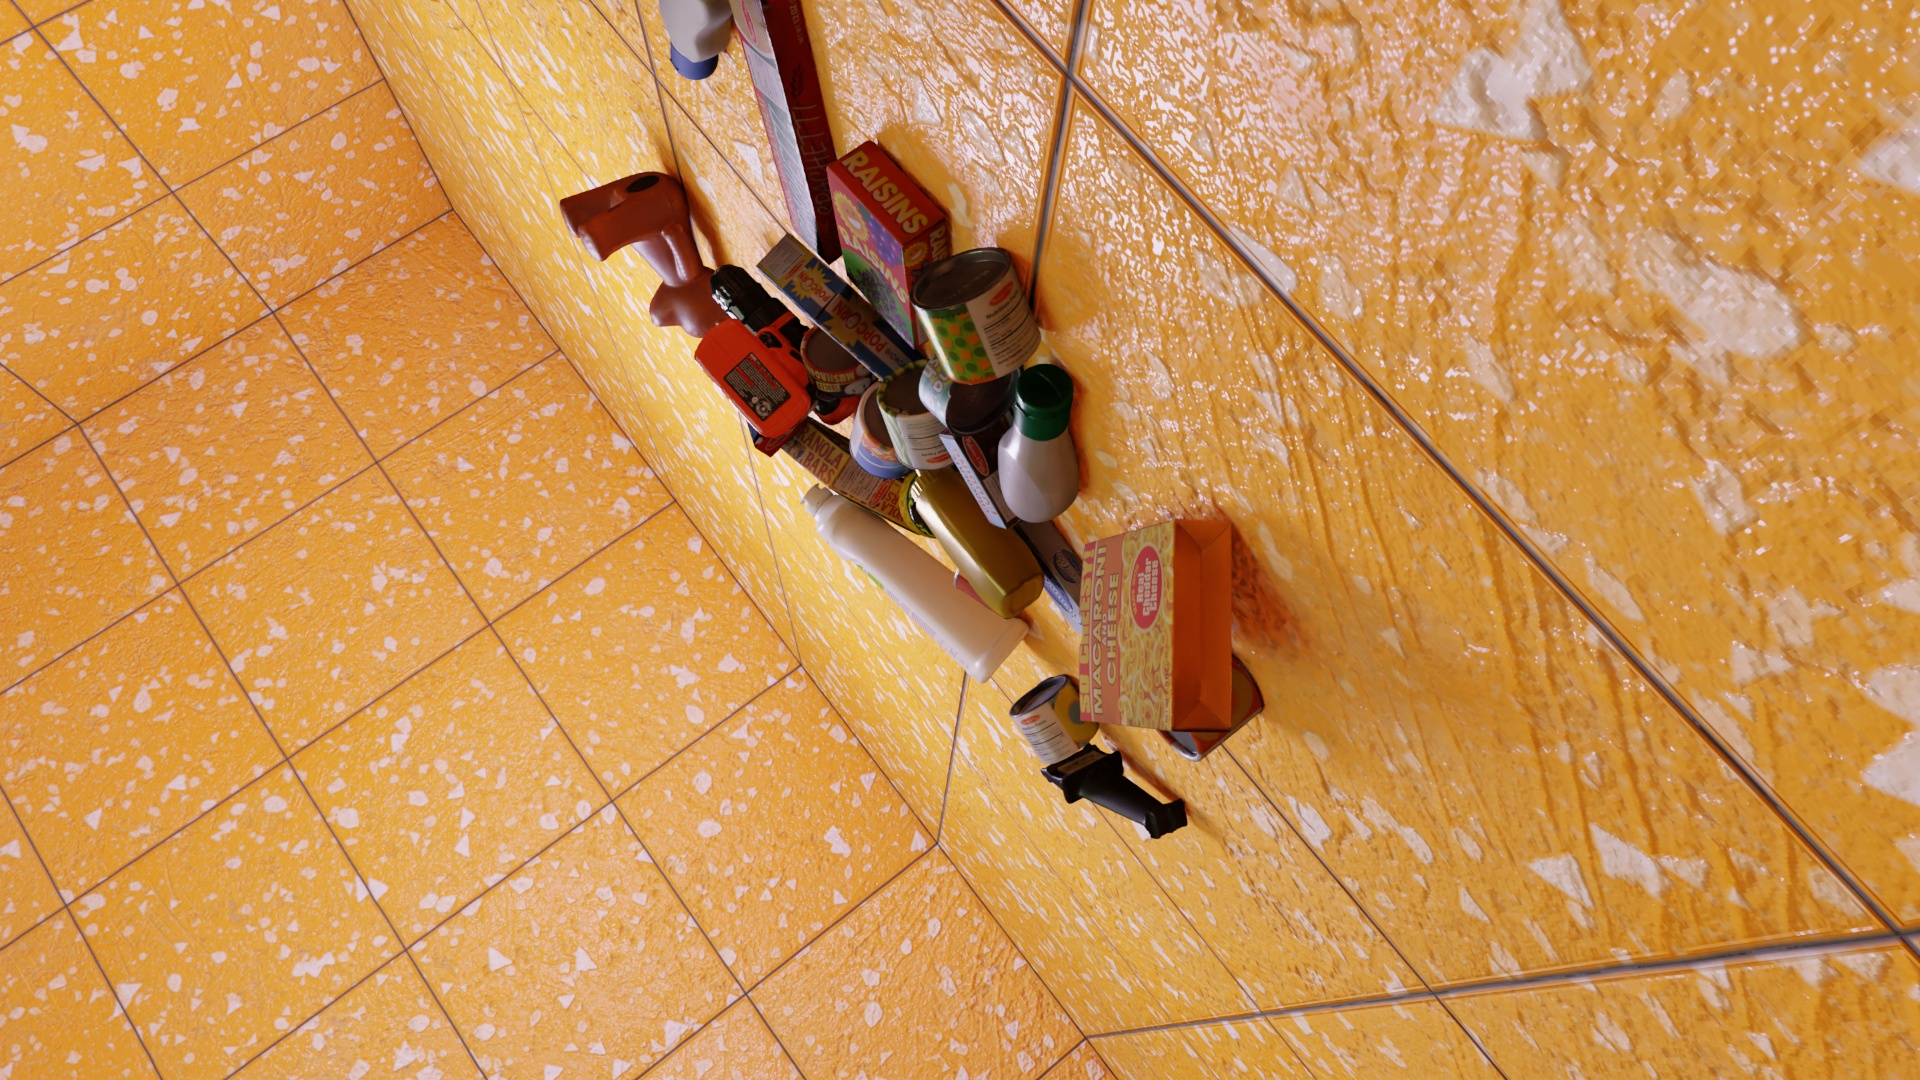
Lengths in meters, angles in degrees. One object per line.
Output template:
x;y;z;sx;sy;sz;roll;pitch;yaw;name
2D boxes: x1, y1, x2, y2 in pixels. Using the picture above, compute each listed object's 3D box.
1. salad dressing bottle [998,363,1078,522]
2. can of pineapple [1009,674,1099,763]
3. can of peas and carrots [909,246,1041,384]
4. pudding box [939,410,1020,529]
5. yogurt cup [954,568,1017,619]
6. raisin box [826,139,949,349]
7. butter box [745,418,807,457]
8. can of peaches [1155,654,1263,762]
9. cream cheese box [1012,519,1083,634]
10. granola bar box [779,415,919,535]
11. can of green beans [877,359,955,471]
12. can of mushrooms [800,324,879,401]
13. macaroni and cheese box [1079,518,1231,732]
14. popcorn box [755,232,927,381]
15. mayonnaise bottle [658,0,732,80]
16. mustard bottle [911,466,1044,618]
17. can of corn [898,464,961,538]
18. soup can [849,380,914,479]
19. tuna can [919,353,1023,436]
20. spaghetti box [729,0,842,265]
0.053;-0.064;0.934;0.064;0.044;0.147;49;164;20;salad dressing bottle
0.089;0.167;1.307;0.058;0.071;0.071;56;165;-8;can of pineapple
0.008;-0.139;0.856;0.071;0.071;0.058;35;157;52;can of peas and carrots
0.027;-0.057;1.018;0.083;0.050;0.030;59;163;-21;pudding box
0.036;0.029;1.163;0.054;0.072;0.072;41;162;19;yogurt cup
-0.045;-0.199;0.945;0.086;0.040;0.123;50;166;21;raisin box
-0.183;-0.131;1.332;0.024;0.053;0.104;33;-157;-42;butter box
0.161;0.107;0.948;0.071;0.058;0.071;49;165;18;can of peaches
0.078;0.025;1.095;0.104;0.024;0.053;54;167;3;cream cheese box
-0.112;-0.073;1.343;0.124;0.039;0.166;28;-174;-41;granola bar box
-0.026;-0.096;1.062;0.071;0.071;0.057;42;161;39;can of green beans
-0.100;-0.153;1.163;0.071;0.071;0.033;46;162;29;can of mushrooms
0.118;0.055;0.875;0.166;0.040;0.124;158;114;-75;macaroni and cheese box
-0.089;-0.173;1.067;0.085;0.038;0.126;45;-175;35;popcorn box
-0.189;-0.378;0.993;0.065;0.041;0.148;56;167;-1;mayonnaise bottle
0.004;-0.014;1.096;0.160;0.049;0.065;52;164;23;mustard bottle
-0.016;-0.032;1.169;0.071;0.071;0.058;57;166;-10;can of corn
-0.054;-0.093;1.169;0.071;0.071;0.083;53;165;5;soup can
0.006;-0.106;0.935;0.033;0.071;0.070;46;163;31;tuna can
-0.117;-0.295;0.974;0.050;0.029;0.249;47;164;27;spaghetti box
